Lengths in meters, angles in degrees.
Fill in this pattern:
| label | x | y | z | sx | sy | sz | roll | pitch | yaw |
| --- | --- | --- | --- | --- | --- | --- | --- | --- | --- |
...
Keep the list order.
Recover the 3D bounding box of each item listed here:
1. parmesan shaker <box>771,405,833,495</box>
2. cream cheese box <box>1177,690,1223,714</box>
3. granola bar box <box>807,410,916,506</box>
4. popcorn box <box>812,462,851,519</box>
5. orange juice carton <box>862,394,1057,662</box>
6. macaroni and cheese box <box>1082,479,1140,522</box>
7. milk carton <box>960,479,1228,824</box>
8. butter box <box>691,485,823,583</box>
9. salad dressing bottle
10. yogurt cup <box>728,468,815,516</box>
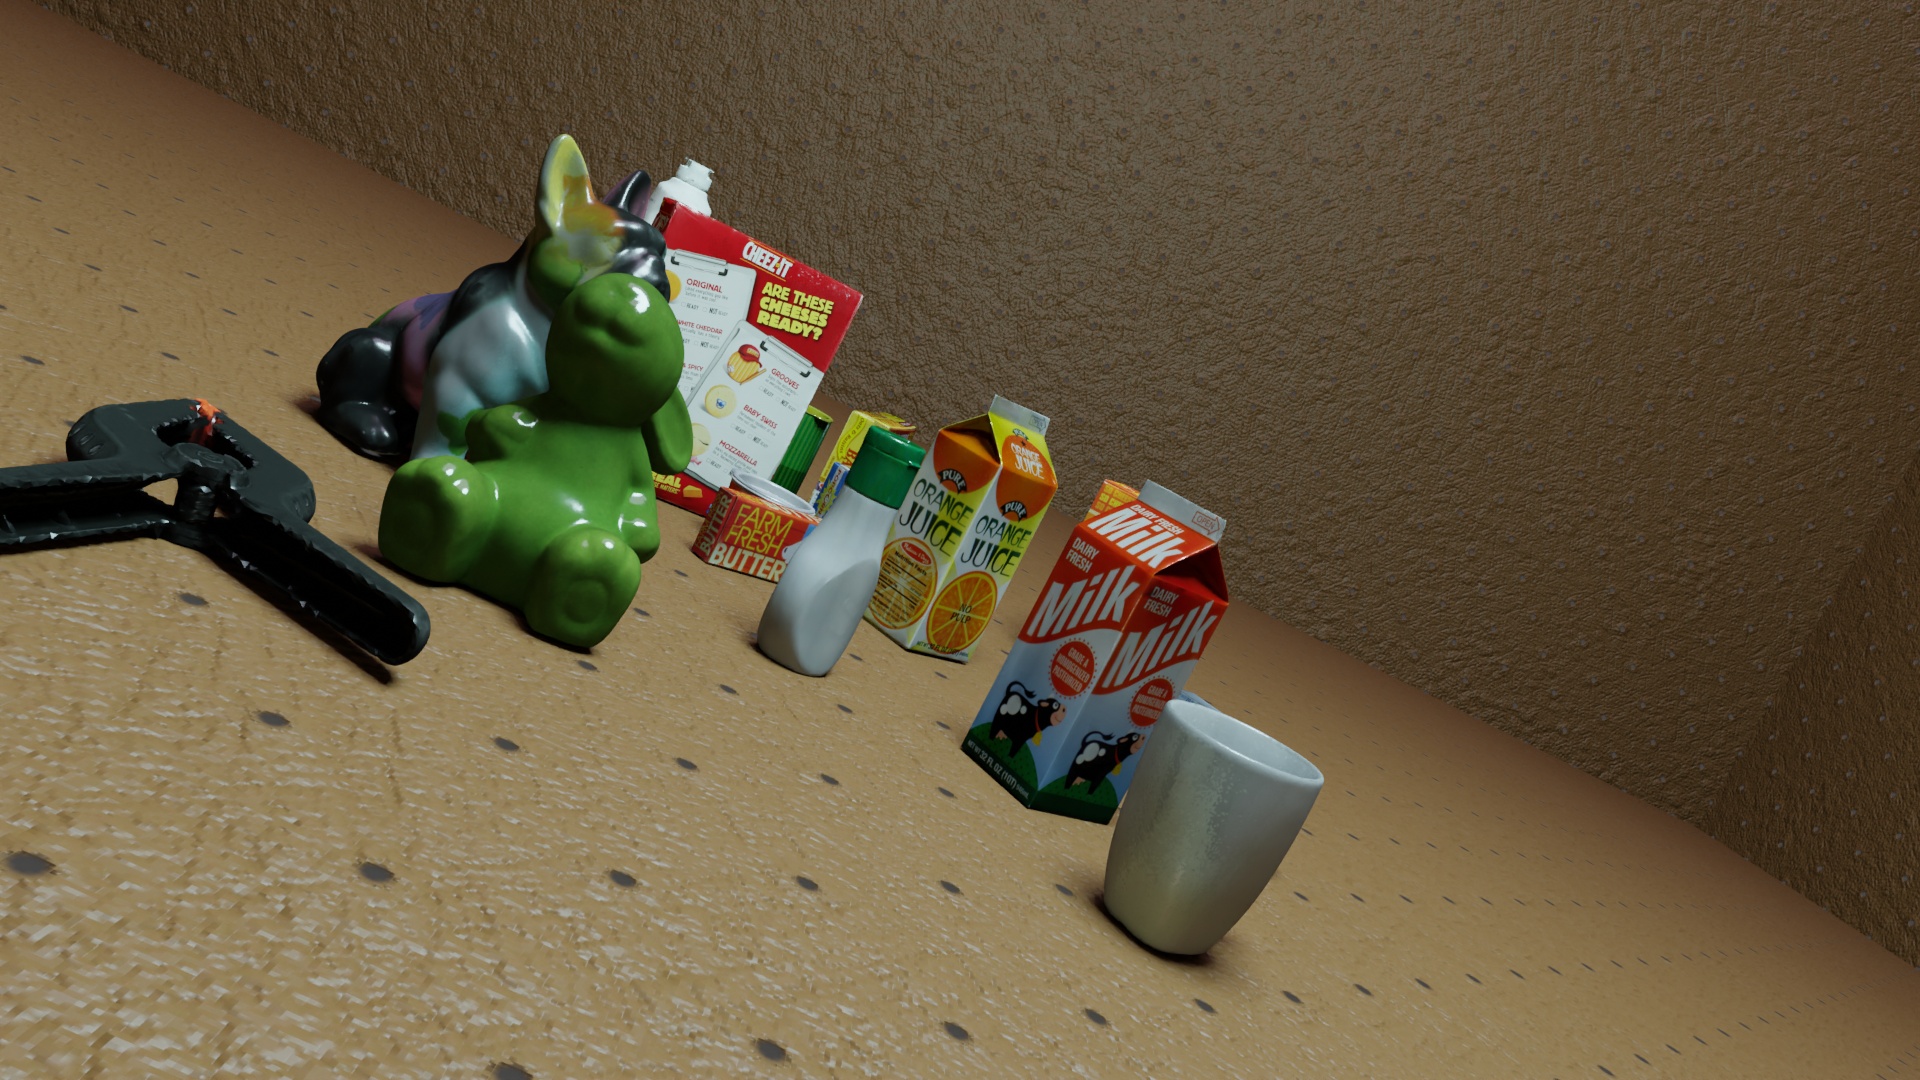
| label | x | y | z | sx | sy | sz | roll | pitch | yaw |
| --- | --- | --- | --- | --- | --- | --- | --- | --- | --- |
| parmesan shaker | -0.163 | -0.074 | 1.227 | 0.071 | 0.103 | 0.071 | 26 | 7 | -3 |
| cream cheese box | 0.191 | 0.159 | 1.036 | 0.024 | 0.053 | 0.104 | 21 | 9 | -44 |
| granola bar box | -0.093 | -0.055 | 1.259 | 0.039 | 0.124 | 0.166 | 27 | 7 | 3 |
| popcorn box | -0.065 | -0.002 | 1.138 | 0.126 | 0.085 | 0.038 | 22 | 8 | -35 |
| orange juice carton | 0.004 | -0.013 | 1.026 | 0.073 | 0.192 | 0.072 | 32 | 8 | 40 |
| macaroni and cheese box | 0.116 | 0.030 | 1.233 | 0.040 | 0.166 | 0.124 | 28 | 7 | 13 |
| milk carton | 0.086 | 0.061 | 0.802 | 0.073 | 0.190 | 0.072 | 21 | 8 | -41 |
| butter box | -0.136 | 0.000 | 0.989 | 0.103 | 0.053 | 0.024 | 20 | 9 | -44 |
| salad dressing bottle | -0.068 | 0.006 | 0.814 | 0.044 | 0.147 | 0.064 | 31 | 7 | 31 |
| yogurt cup | -0.149 | -0.013 | 1.036 | 0.072 | 0.054 | 0.072 | 26 | 7 | -3 |
